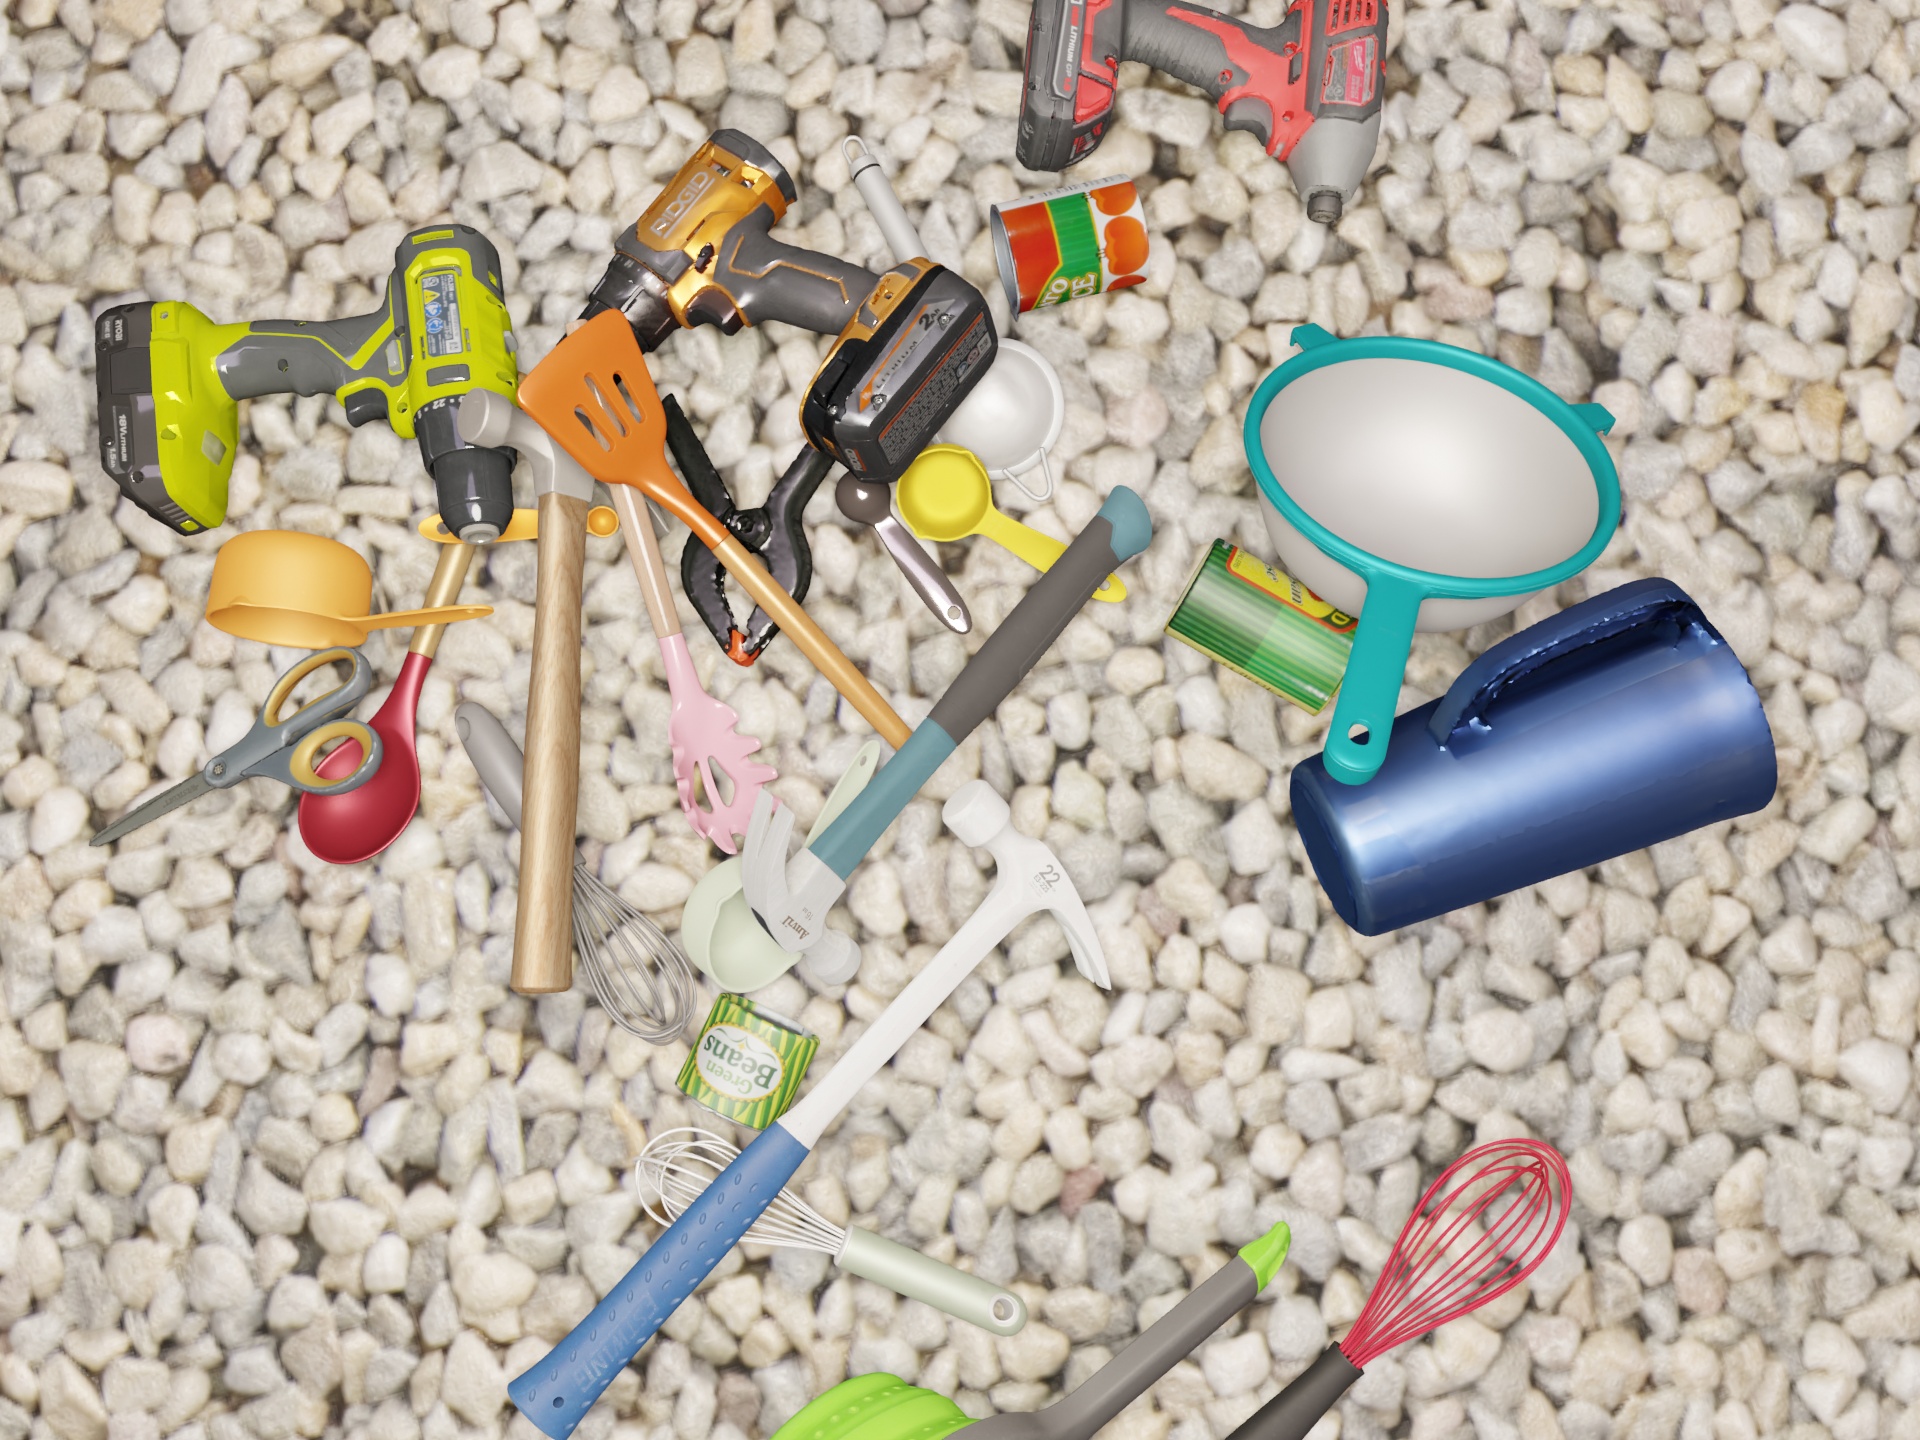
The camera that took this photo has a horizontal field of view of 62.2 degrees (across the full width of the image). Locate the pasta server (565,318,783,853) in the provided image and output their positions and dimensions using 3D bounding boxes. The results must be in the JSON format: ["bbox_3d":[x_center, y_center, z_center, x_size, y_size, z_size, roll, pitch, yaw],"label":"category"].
[{"bbox_3d":[-0.173,-0.076,0.920,0.060,0.040,0.316,-20,100,-29],"label":"pasta server"}]

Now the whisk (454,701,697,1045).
[{"bbox_3d":[-0.229,0.086,0.934,0.055,0.055,0.239,-35,82,-4],"label":"whisk"}]

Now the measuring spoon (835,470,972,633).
[{"bbox_3d":[-0.032,-0.103,0.967,0.034,0.018,0.124,-37,87,-4],"label":"measuring spoon"}]

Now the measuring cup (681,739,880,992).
[{"bbox_3d":[-0.103,0.078,0.928,0.038,0.083,0.167,22,74,40],"label":"measuring cup"}]

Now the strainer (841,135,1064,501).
[{"bbox_3d":[-0.013,-0.249,0.972,0.087,0.050,0.258,-29,82,11],"label":"strainer"}]

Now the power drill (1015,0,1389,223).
[{"bbox_3d":[0.149,-0.383,0.969,0.219,0.078,0.143,6,85,-3],"label":"power drill"}]

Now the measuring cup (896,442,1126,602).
[{"bbox_3d":[0.033,-0.116,0.967,0.156,0.029,0.062,28,112,-11],"label":"measuring cup"}]

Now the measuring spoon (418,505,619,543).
[{"bbox_3d":[-0.265,-0.117,0.958,0.117,0.011,0.021,-4,83,-14],"label":"measuring spoon"}]

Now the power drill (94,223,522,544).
[{"bbox_3d":[-0.371,-0.181,0.931,0.228,0.080,0.191,-10,75,-2],"label":"power drill"}]

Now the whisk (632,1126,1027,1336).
[{"bbox_3d":[-0.075,0.299,0.916,0.246,0.059,0.058,24,62,-3],"label":"whisk"}]

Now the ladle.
[{"bbox_3d":[-0.318,-0.064,0.956,0.069,0.031,0.315,17,83,6],"label":"ladle"}]

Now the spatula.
[{"bbox_3d":[-0.118,-0.086,0.910,0.322,0.041,0.081,48,66,-14],"label":"spatula"}]

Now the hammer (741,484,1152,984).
[{"bbox_3d":[-0.001,-0.003,0.917,0.331,0.128,0.033,-49,46,-9],"label":"hammer"}]

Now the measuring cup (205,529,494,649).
[{"bbox_3d":[-0.347,-0.079,0.916,0.173,0.095,0.052,-3,76,12],"label":"measuring cup"}]

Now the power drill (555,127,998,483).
[{"bbox_3d":[-0.116,-0.226,0.926,0.226,0.084,0.185,35,81,20],"label":"power drill"}]

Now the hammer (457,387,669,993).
[{"bbox_3d":[-0.228,-0.014,0.901,0.031,0.130,0.331,-6,80,39],"label":"hammer"}]

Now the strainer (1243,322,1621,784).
[{"bbox_3d":[0.238,-0.075,0.880,0.211,0.095,0.341,18,52,9],"label":"strainer"}]

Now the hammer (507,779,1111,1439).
[{"bbox_3d":[-0.080,0.224,0.876,0.405,0.035,0.144,-46,109,-13],"label":"hammer"}]

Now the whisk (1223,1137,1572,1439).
[{"bbox_3d":[0.236,0.351,0.911,0.073,0.073,0.296,44,92,3],"label":"whisk"}]

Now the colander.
[{"bbox_3d":[0.013,0.382,0.884,0.397,0.204,0.095,-33,51,-19],"label":"colander"}]
